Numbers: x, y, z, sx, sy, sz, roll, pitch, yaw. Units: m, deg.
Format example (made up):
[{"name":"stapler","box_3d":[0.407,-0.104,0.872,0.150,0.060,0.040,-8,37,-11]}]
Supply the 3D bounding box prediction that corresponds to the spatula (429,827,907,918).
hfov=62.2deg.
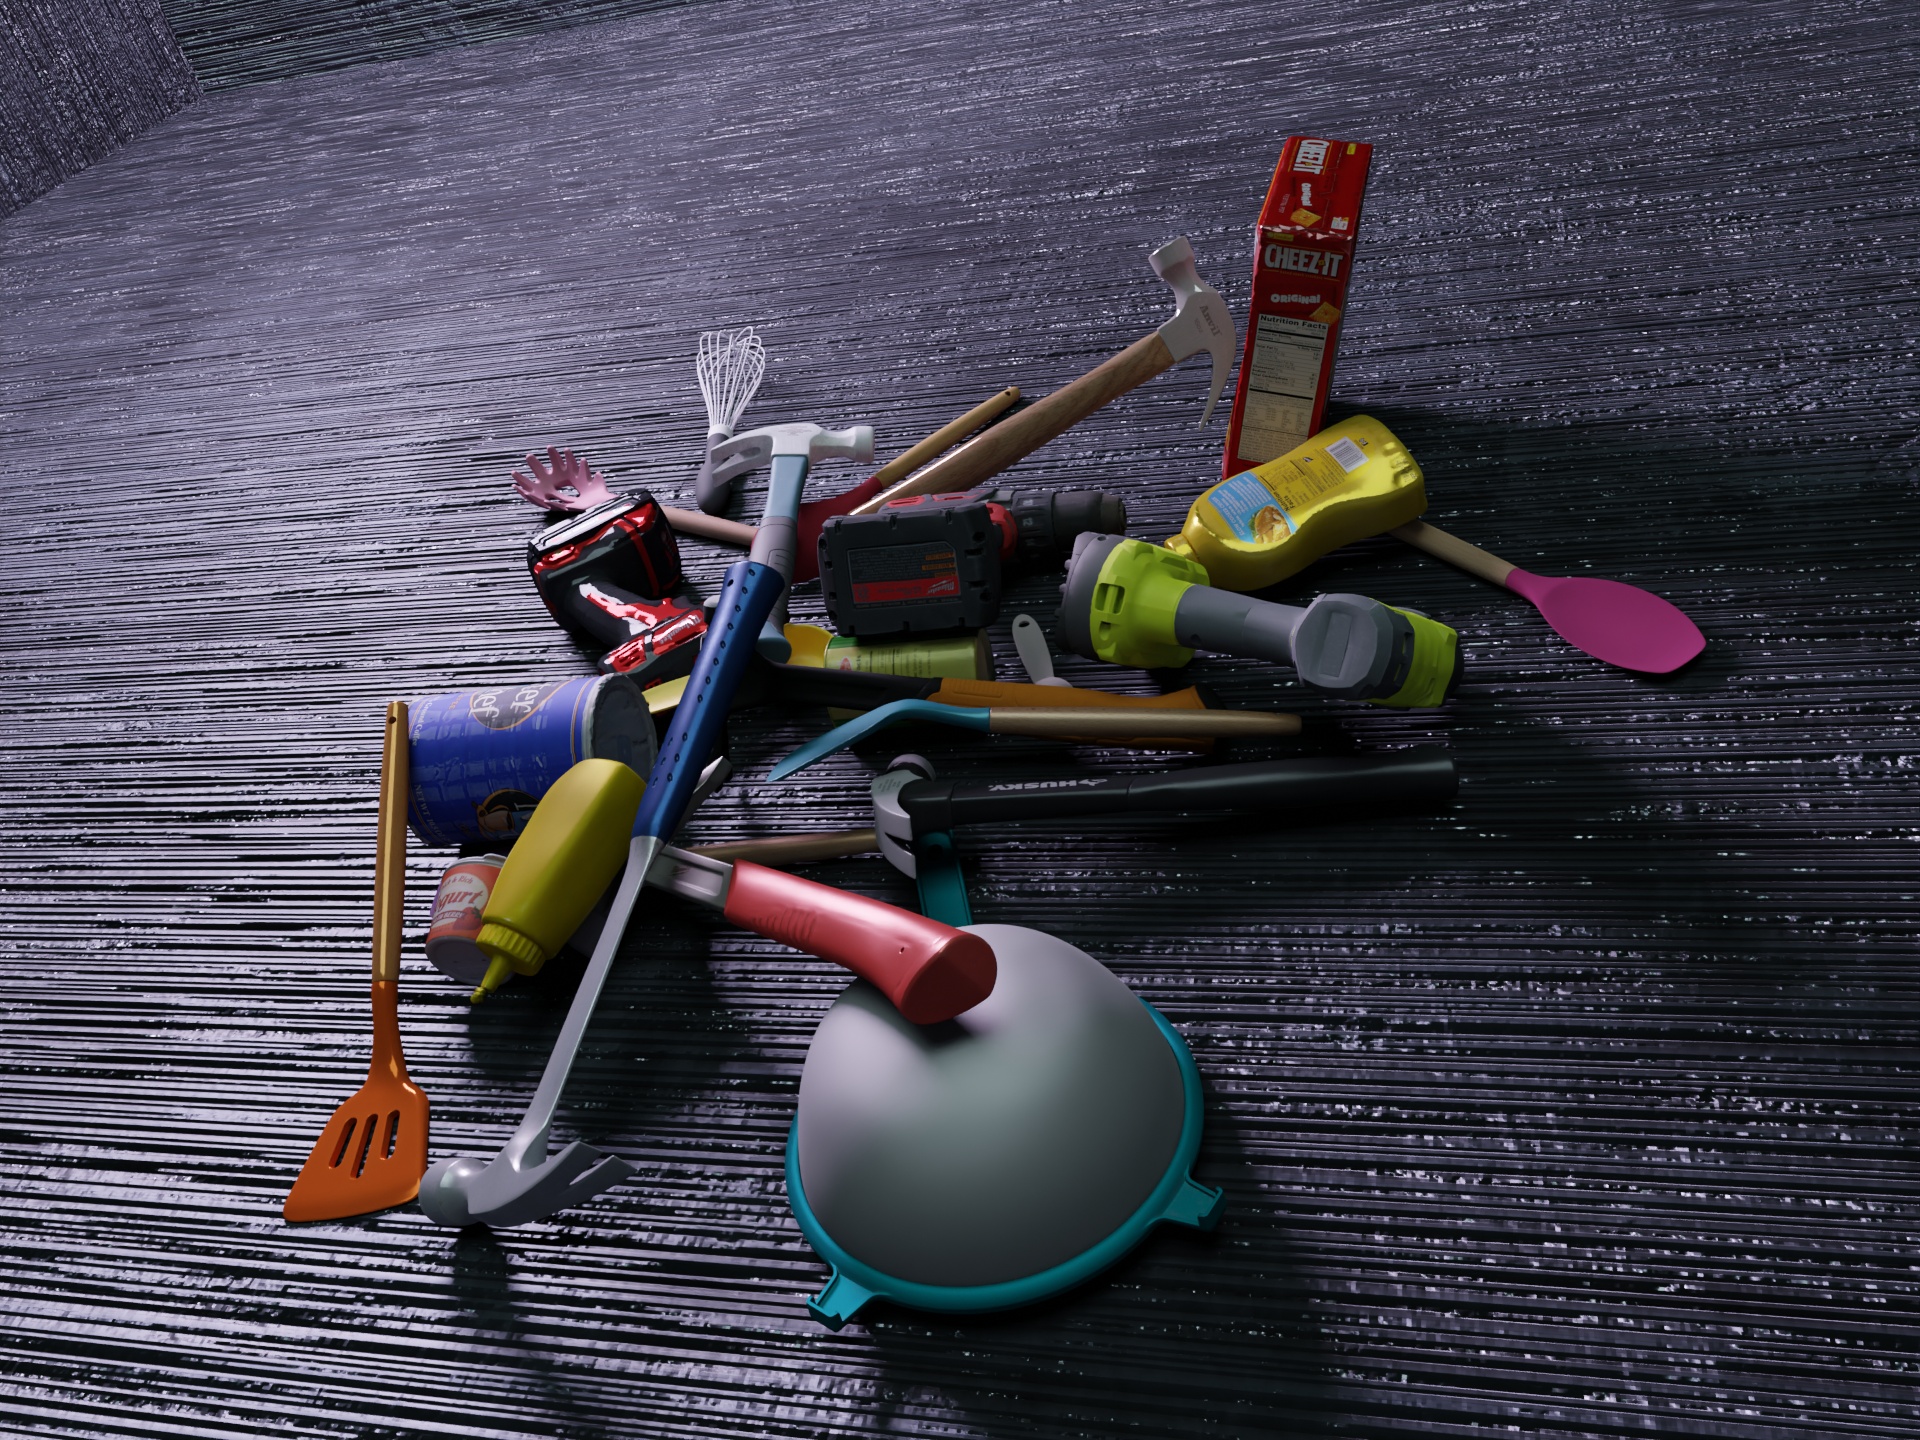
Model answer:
[{"name":"spatula","box_3d":[-0.187,0.089,1.003,0.316,0.018,0.060,-7,43,12]}]

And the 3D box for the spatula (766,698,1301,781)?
[{"name":"spatula","box_3d":[0.044,0.010,0.956,0.317,0.044,0.082,1,11,4]}]

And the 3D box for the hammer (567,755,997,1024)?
[{"name":"hammer","box_3d":[-0.095,0.089,0.843,0.359,0.036,0.149,7,57,54]}]

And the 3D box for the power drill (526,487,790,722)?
[{"name":"power drill","box_3d":[-0.229,-0.087,1.198,0.143,0.078,0.220,-29,42,-17]}]

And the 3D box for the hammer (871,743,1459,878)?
[{"name":"hammer","box_3d":[0.113,0.043,0.912,0.335,0.035,0.146,-4,13,5]}]

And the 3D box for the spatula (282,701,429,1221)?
[{"name":"spatula","box_3d":[-0.341,0.129,0.934,0.081,0.041,0.323,-11,63,6]}]

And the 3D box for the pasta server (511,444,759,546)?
[{"name":"pasta server","box_3d":[-0.265,-0.182,1.360,0.316,0.040,0.060,17,60,33]}]

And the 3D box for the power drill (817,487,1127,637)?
[{"name":"power drill","box_3d":[0.011,-0.122,1.110,0.188,0.080,0.227,-3,14,15]}]

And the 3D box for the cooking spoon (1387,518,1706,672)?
[{"name":"cooking spoon","box_3d":[0.349,-0.104,1.062,0.069,0.017,0.319,-31,41,-17]}]

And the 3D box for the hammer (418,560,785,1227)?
[{"name":"hammer","box_3d":[-0.171,0.077,0.874,0.144,0.035,0.406,-17,45,42]}]

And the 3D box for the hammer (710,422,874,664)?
[{"name":"hammer","box_3d":[-0.135,-0.137,1.179,0.128,0.033,0.331,0,36,0]}]

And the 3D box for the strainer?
[{"name":"strainer","box_3d":[-0.003,0.132,0.818,0.211,0.095,0.341,-15,35,1]}]

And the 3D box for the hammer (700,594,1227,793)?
[{"name":"hammer","box_3d":[-0.002,-0.003,1.005,0.337,0.127,0.034,5,16,9]}]

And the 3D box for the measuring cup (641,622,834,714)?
[{"name":"measuring cup","box_3d":[-0.158,-0.024,1.110,0.156,0.029,0.062,-18,52,-14]}]

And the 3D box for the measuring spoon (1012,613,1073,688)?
[{"name":"measuring spoon","box_3d":[0.052,-0.044,1.088,0.034,0.018,0.124,-16,36,0]}]

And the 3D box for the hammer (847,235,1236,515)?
[{"name":"hammer","box_3d":[0.058,-0.222,1.211,0.331,0.130,0.031,-29,6,16]}]

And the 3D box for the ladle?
[{"name":"ladle","box_3d":[-0.052,-0.206,1.321,0.069,0.031,0.315,40,55,16]}]

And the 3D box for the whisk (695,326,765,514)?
[{"name":"whisk","box_3d":[-0.217,-0.274,1.450,0.070,0.070,0.285,-10,43,7]}]

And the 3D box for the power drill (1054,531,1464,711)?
[{"name":"power drill","box_3d":[0.186,-0.054,0.970,0.223,0.080,0.171,16,6,35]}]
